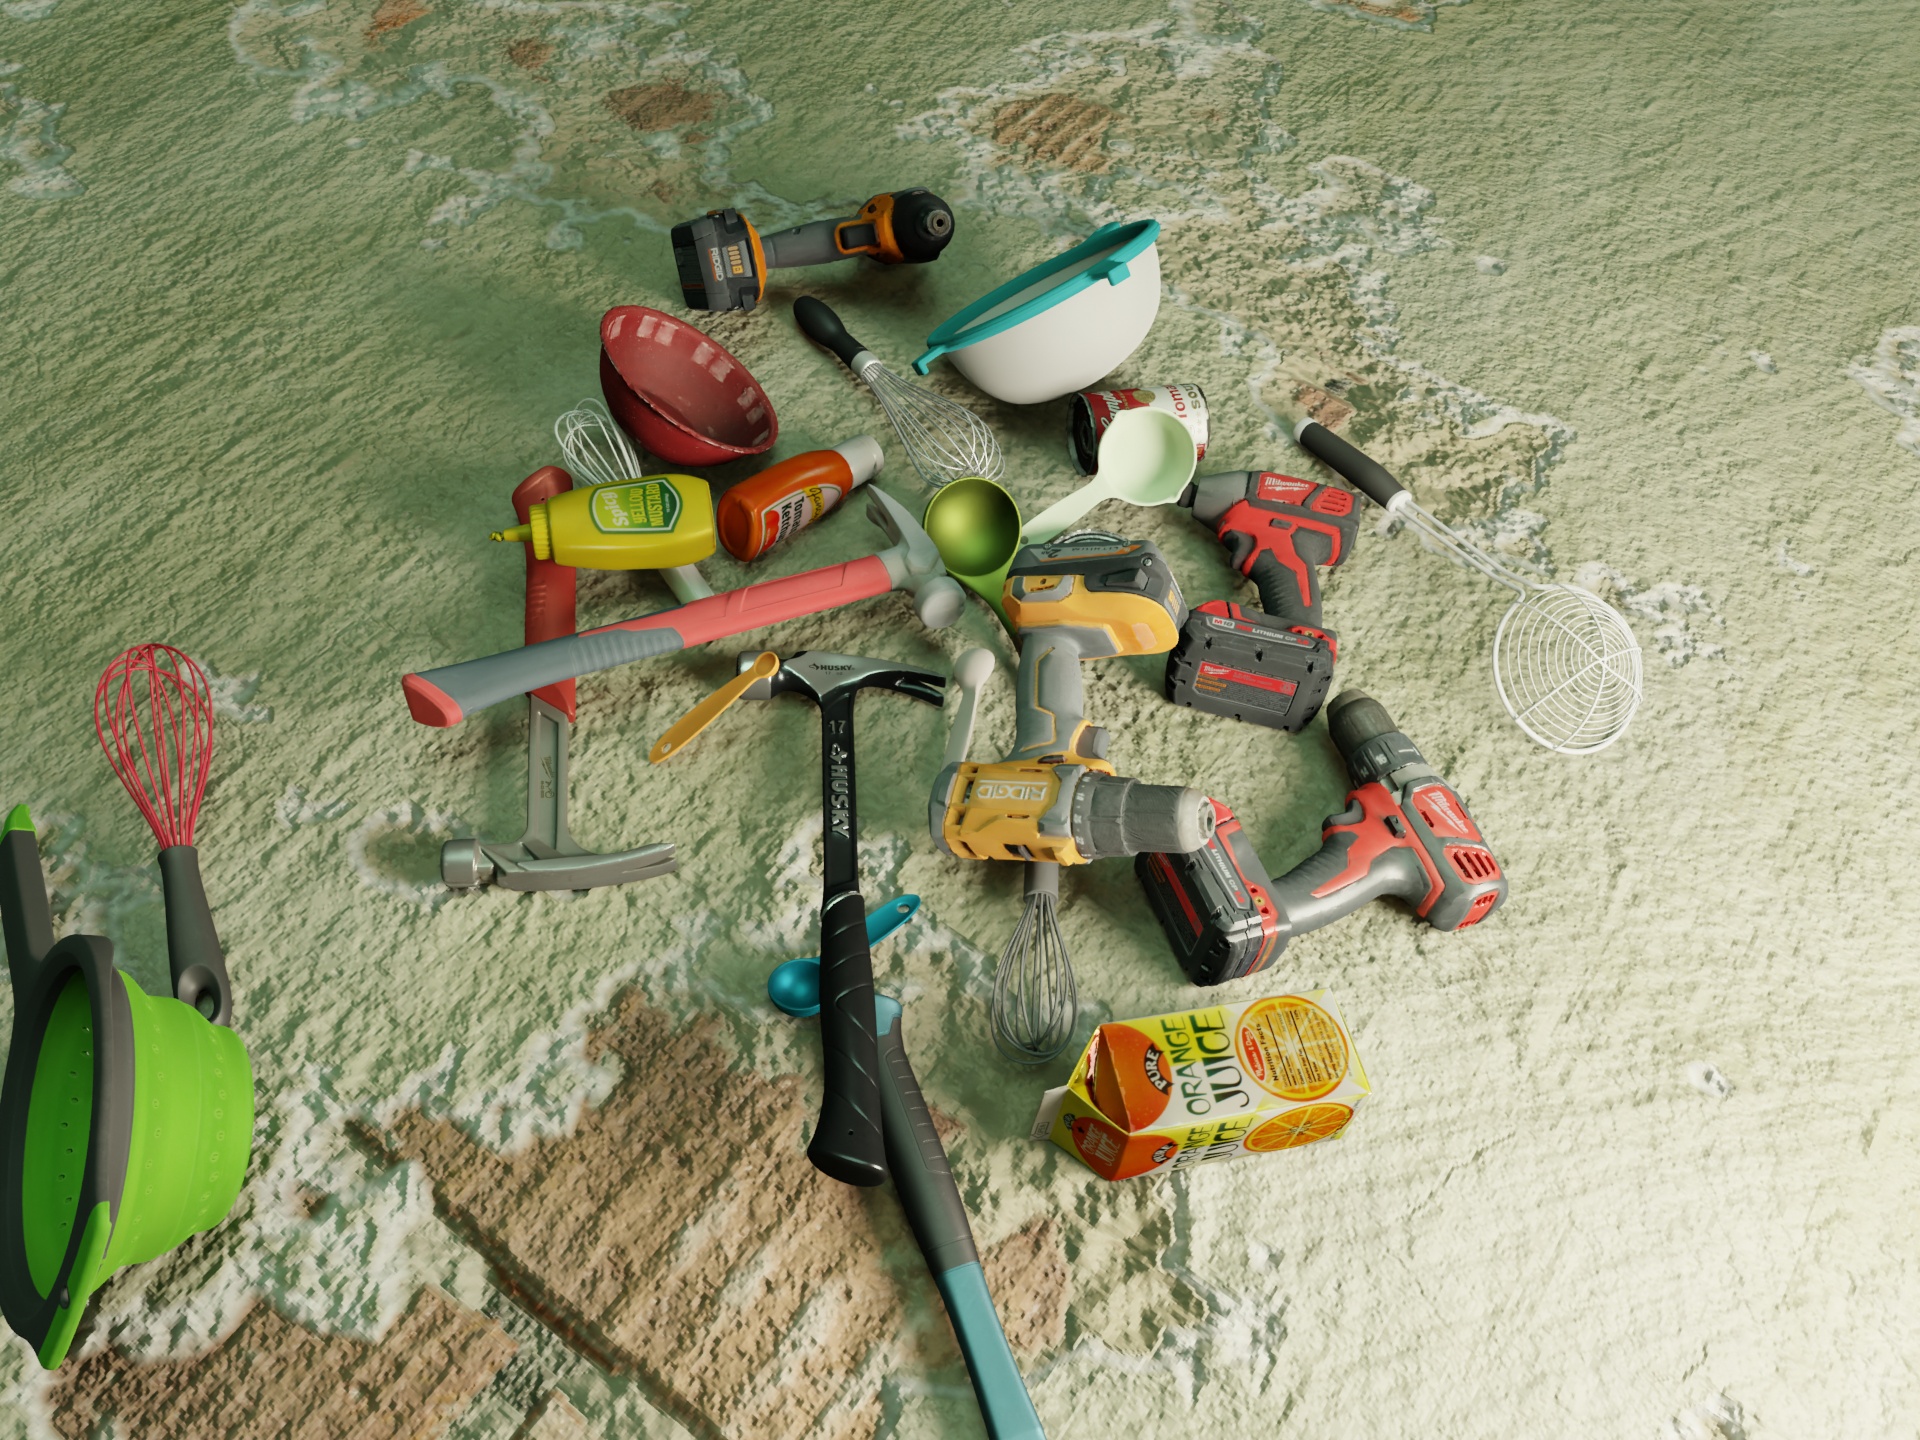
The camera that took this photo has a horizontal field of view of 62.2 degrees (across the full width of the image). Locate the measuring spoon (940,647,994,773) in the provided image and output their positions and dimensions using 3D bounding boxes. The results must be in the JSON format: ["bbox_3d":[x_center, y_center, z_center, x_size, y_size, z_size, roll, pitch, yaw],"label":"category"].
[{"bbox_3d":[-0.002,-0.004,1.134,0.018,0.034,0.124,39,49,-33],"label":"measuring spoon"}]

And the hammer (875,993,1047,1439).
[{"bbox_3d":[-0.005,0.301,0.907,0.128,0.033,0.331,-13,56,-16],"label":"hammer"}]

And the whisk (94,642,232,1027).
[{"bbox_3d":[-0.503,0.069,1.017,0.073,0.073,0.296,-16,63,-17],"label":"whisk"}]

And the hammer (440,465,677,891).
[{"bbox_3d":[-0.282,-0.041,1.131,0.149,0.036,0.359,-3,54,-8],"label":"hammer"}]

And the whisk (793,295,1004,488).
[{"bbox_3d":[-0.059,-0.276,1.318,0.070,0.070,0.285,-27,55,-23],"label":"whisk"}]

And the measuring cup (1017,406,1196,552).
[{"bbox_3d":[0.108,-0.183,1.251,0.167,0.038,0.083,-34,100,9],"label":"measuring cup"}]

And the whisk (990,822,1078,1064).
[{"bbox_3d":[0.050,0.117,1.044,0.055,0.055,0.239,6,49,-1],"label":"whisk"}]

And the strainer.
[{"bbox_3d":[0.104,-0.352,1.364,0.211,0.095,0.340,-19,20,28],"label":"strainer"}]

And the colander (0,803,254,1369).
[{"bbox_3d":[-0.485,0.176,0.912,0.094,0.204,0.398,11,26,-41],"label":"colander"}]

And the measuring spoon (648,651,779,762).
[{"bbox_3d":[-0.170,-0.007,1.100,0.117,0.011,0.021,-39,50,8],"label":"measuring spoon"}]

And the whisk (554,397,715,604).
[{"bbox_3d":[-0.242,-0.155,1.215,0.057,0.059,0.247,-9,54,-46],"label":"whisk"}]

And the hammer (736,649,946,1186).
[{"bbox_3d":[-0.071,0.105,1.017,0.149,0.036,0.409,0,47,-7],"label":"hammer"}]

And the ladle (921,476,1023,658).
[{"bbox_3d":[0.054,-0.048,1.159,0.078,0.062,0.320,-19,60,-11],"label":"ladle"}]

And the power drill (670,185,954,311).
[{"bbox_3d":[-0.119,-0.406,1.352,0.226,0.084,0.164,-16,19,-16],"label":"power drill"}]

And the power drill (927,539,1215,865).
[{"bbox_3d":[0.091,-0.008,1.049,0.185,0.084,0.226,1,59,28],"label":"power drill"}]

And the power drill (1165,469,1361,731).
[{"bbox_3d":[0.223,-0.106,1.207,0.143,0.078,0.220,14,51,5],"label":"power drill"}]

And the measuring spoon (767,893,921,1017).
[{"bbox_3d":[-0.071,0.152,1.024,0.042,0.021,0.128,31,47,30],"label":"measuring spoon"}]

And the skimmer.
[{"bbox_3d":[0.384,-0.119,1.260,0.127,0.090,0.364,-26,50,-19],"label":"skimmer"}]

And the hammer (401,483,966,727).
[{"bbox_3d":[-0.198,-0.077,1.122,0.386,0.038,0.143,-17,48,-21],"label":"hammer"}]

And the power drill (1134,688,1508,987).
[{"bbox_3d":[0.235,0.073,1.076,0.226,0.080,0.188,-12,56,-18],"label":"power drill"}]
